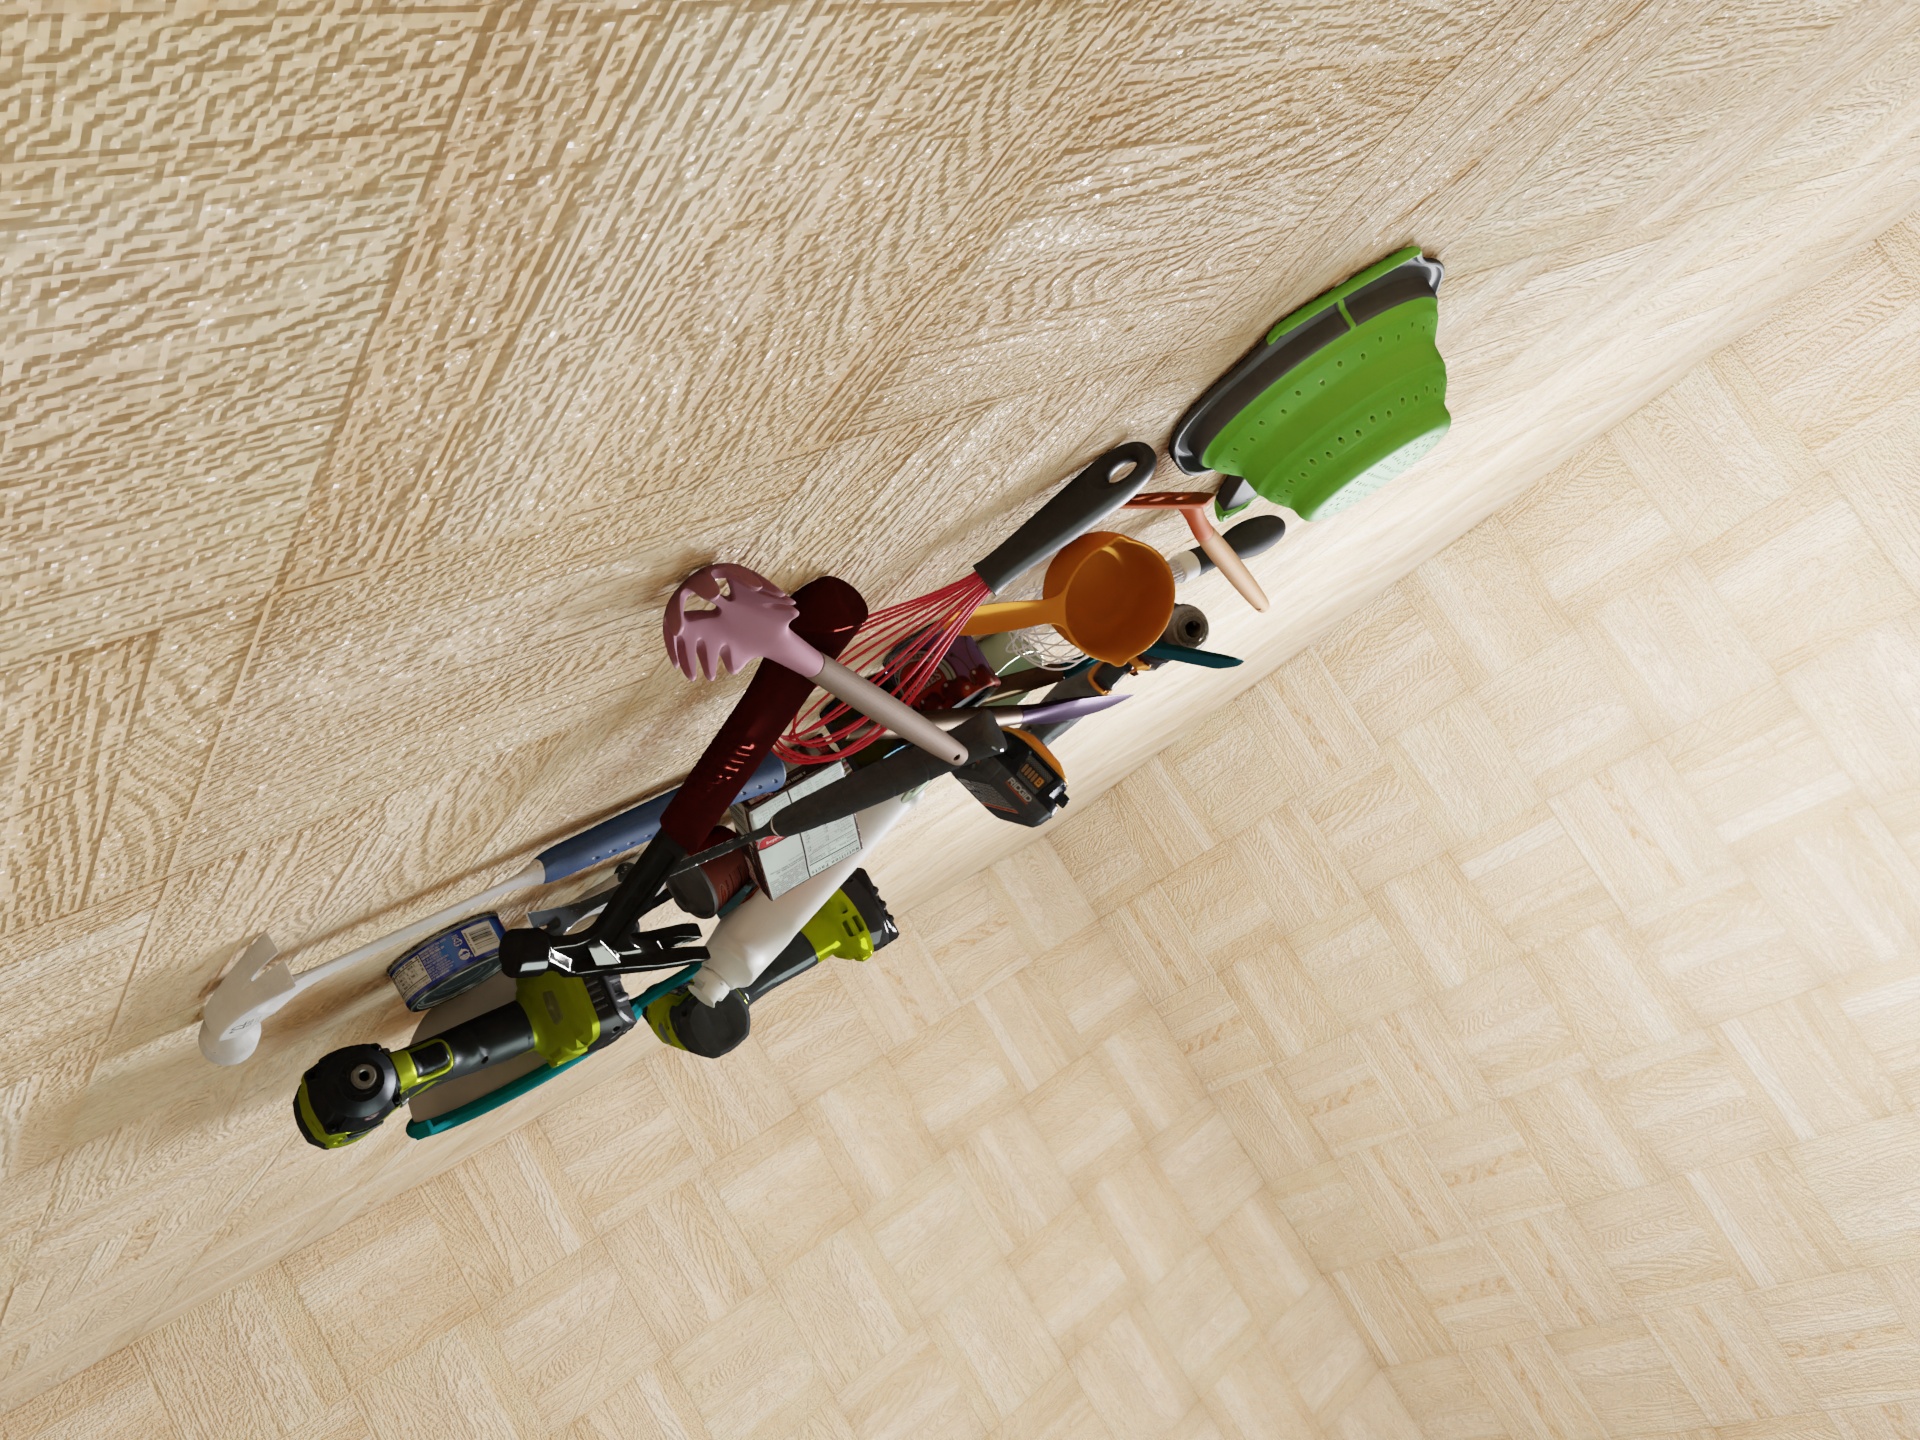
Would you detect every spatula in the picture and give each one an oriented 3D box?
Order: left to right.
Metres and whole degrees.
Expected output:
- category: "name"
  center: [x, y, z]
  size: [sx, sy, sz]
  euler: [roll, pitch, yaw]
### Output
- category: "spatula"
  center: [0.021, -0.002, 1.131]
  size: [0.060, 0.018, 0.315]
  euler: [-25, 168, 37]
- category: "spatula"
  center: [0.056, -0.021, 1.222]
  size: [0.317, 0.044, 0.082]
  euler: [-16, 178, 0]
- category: "spatula"
  center: [0.183, -0.122, 1.167]
  size: [0.081, 0.041, 0.322]
  euler: [4, 169, 25]

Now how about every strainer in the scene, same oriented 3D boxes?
- category: "strainer"
  center: [-0.327, 0.225, 1.347]
  size: [0.340, 0.095, 0.211]
  euler: [-29, -177, -19]

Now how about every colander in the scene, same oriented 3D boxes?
- category: "colander"
  center: [0.242, -0.178, 1.096]
  size: [0.204, 0.094, 0.397]
  euler: [-31, 171, -6]

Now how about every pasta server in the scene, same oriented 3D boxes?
- category: "pasta server"
  center: [-0.062, -0.017, 0.848]
  size: [0.060, 0.040, 0.316]
  euler: [-42, 151, 8]

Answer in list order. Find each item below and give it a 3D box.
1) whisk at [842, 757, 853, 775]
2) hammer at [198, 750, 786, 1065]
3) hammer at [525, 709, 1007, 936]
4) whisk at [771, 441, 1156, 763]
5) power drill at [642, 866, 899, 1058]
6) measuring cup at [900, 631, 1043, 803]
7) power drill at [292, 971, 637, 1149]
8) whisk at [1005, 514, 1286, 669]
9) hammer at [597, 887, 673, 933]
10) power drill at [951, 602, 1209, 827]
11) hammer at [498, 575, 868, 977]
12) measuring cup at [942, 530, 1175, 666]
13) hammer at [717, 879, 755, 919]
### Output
- category: "whisk"
  center: [-0.080, 0.034, 1.313]
  size: [0.245, 0.051, 0.047]
  euler: [-37, -146, -4]
- category: "hammer"
  center: [-0.280, 0.101, 1.026]
  size: [0.405, 0.035, 0.144]
  euler: [-26, 170, -37]
- category: "hammer"
  center: [-0.136, 0.075, 1.104]
  size: [0.409, 0.036, 0.149]
  euler: [-24, -178, 32]
- category: "whisk"
  center: [-0.001, -0.074, 0.967]
  size: [0.296, 0.073, 0.073]
  euler: [-38, 171, 4]
- category: "power drill"
  center: [-0.188, 0.226, 1.478]
  size: [0.228, 0.080, 0.190]
  euler: [-32, -170, -25]
- category: "measuring cup"
  center: [-0.002, -0.004, 1.288]
  size: [0.167, 0.038, 0.083]
  euler: [-48, 157, 10]
- category: "power drill"
  center: [-0.356, 0.234, 1.142]
  size: [0.223, 0.080, 0.171]
  euler: [-20, 171, -32]
- category: "whisk"
  center: [0.149, -0.108, 1.233]
  size: [0.284, 0.070, 0.070]
  euler: [-24, 169, -29]
- category: "hammer"
  center: [-0.172, 0.103, 1.436]
  size: [0.337, 0.034, 0.127]
  euler: [-30, 172, -17]
- category: "power drill"
  center: [0.105, -0.017, 1.331]
  size: [0.226, 0.084, 0.185]
  euler: [-47, -167, -11]
- category: "hammer"
  center: [-0.147, 0.048, 0.960]
  size: [0.149, 0.037, 0.359]
  euler: [1, 141, -41]
- category: "measuring cup"
  center: [0.062, -0.084, 1.114]
  size: [0.173, 0.095, 0.052]
  euler: [-9, -159, -17]
- category: "hammer"
  center: [-0.166, 0.144, 1.567]
  size: [0.128, 0.033, 0.331]
  euler: [-36, 179, 15]
